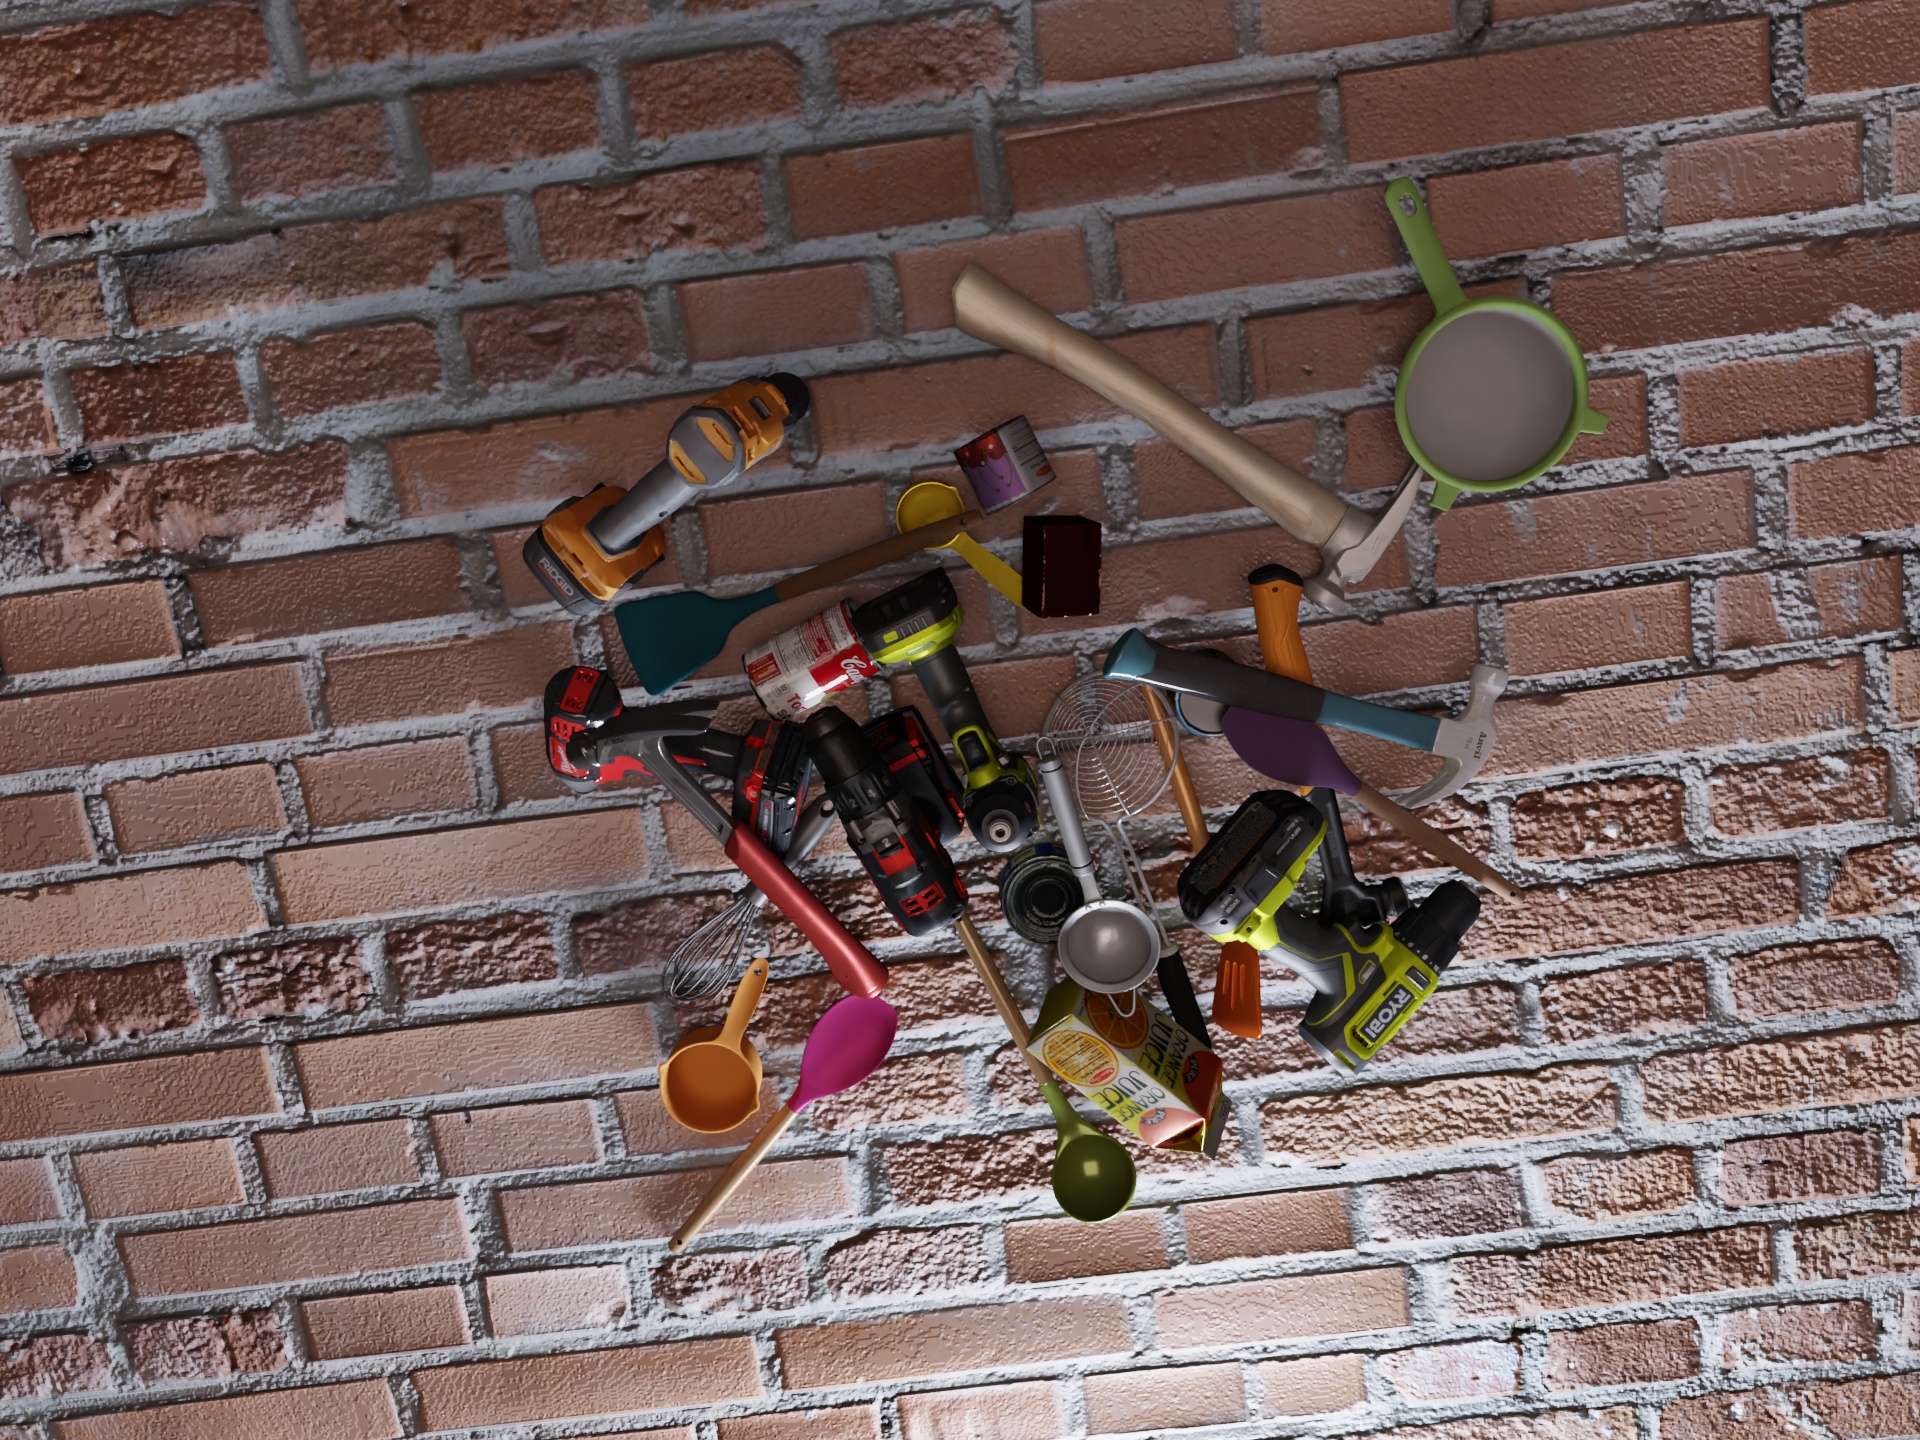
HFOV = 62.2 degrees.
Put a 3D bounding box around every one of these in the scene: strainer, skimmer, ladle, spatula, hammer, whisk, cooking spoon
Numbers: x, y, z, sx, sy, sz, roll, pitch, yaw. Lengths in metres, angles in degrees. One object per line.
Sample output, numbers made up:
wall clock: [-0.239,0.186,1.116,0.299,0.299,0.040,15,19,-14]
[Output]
strainer: [0.106,0.127,1.325,0.087,0.050,0.258,-15,110,9]
skimmer: [0.167,0.132,1.379,0.127,0.090,0.363,-9,116,28]
ladle: [0.065,0.303,1.413,0.078,0.062,0.320,-26,99,6]
spatula: [-0.129,-0.111,1.308,0.317,0.044,0.082,-20,95,15]
hammer: [0.275,-0.017,1.276,0.331,0.033,0.128,13,94,-11]
whisk: [-0.178,0.156,1.385,0.055,0.055,0.239,38,96,-8]
spatula: [0.348,0.072,1.326,0.315,0.018,0.060,32,99,-12]
hammer: [-0.158,0.115,1.299,0.149,0.037,0.358,-11,133,33]
spatula: [0.203,0.117,1.370,0.041,0.081,0.322,-23,98,-19]
cooking spoon: [-0.168,0.370,1.449,0.068,0.017,0.319,38,100,-7]
strainer: [0.389,-0.305,1.257,0.151,0.069,0.256,-27,99,5]
hammer: [0.285,0.031,1.336,0.127,0.034,0.336,-16,109,3]
hammer: [0.177,-0.254,1.289,0.410,0.038,0.146,32,100,-6]

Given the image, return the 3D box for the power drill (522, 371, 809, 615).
power drill: [-0.221,-0.192,1.258,0.226,0.185,0.084,-34,102,27]

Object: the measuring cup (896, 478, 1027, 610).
measuring cup: [0.011,-0.143,1.327,0.156,0.029,0.062,39,104,-20]

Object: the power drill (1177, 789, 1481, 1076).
power drill: [0.311,0.163,1.322,0.228,0.080,0.190,41,90,-18]

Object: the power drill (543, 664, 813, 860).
power drill: [-0.238,0.037,1.323,0.219,0.079,0.143,16,142,-1]

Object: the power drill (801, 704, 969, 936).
power drill: [-0.059,0.055,1.265,0.080,0.227,0.188,-29,102,7]

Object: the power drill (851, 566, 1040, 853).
power drill: [-0.002,-0.004,1.283,0.080,0.171,0.223,-26,99,7]

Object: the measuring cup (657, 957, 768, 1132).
measuring cup: [-0.204,0.279,1.412,0.095,0.052,0.173,23,101,-5]
